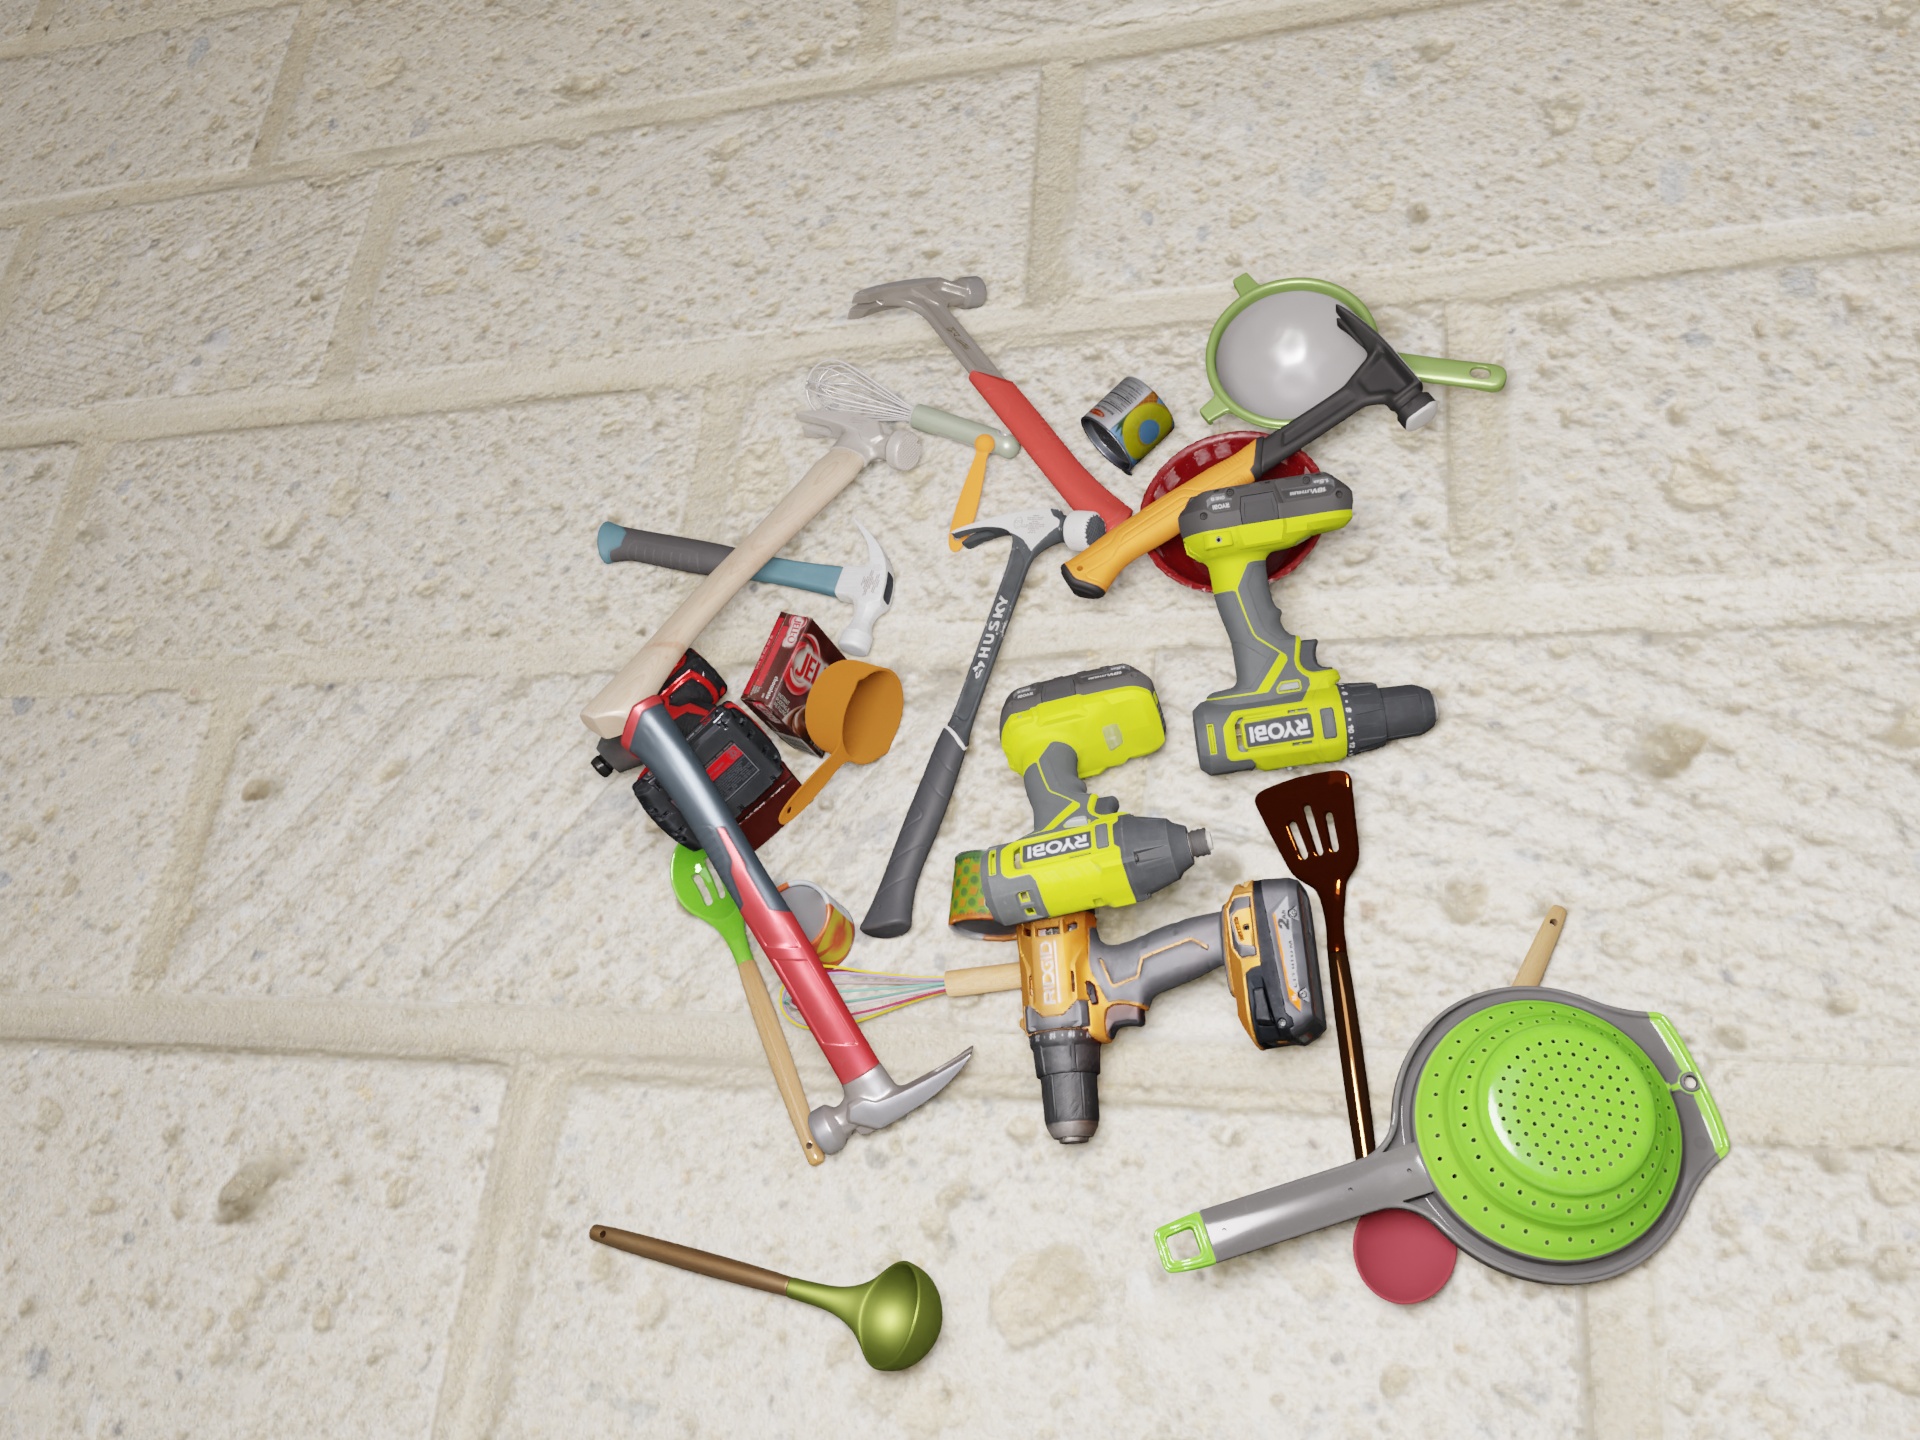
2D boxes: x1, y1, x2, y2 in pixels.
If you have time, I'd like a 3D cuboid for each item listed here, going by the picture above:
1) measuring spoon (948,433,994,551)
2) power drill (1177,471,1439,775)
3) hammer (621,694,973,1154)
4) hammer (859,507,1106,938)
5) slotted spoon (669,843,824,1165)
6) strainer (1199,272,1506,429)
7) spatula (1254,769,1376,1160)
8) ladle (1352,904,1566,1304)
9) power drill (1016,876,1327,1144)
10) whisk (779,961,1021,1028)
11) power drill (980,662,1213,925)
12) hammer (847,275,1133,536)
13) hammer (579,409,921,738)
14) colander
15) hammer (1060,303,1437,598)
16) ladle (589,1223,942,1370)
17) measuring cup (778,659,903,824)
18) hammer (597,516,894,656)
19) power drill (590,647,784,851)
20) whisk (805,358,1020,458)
[{"bbox_3d":[0.009,-0.214,1.488,0.021,0.011,0.117,14,85,19],"label":"measuring spoon"},{"bbox_3d":[0.272,-0.076,1.273,0.190,0.080,0.228,-9,89,5],"label":"power drill"},{"bbox_3d":[-0.142,0.143,1.262,0.143,0.038,0.386,-31,89,4],"label":"hammer"},{"bbox_3d":[-0.002,-0.004,1.382,0.149,0.036,0.409,8,70,38],"label":"hammer"},{"bbox_3d":[-0.174,0.229,1.342,0.070,0.031,0.314,-28,61,4],"label":"slotted spoon"},{"bbox_3d":[0.346,-0.304,1.403,0.256,0.069,0.151,11,74,17],"label":"strainer"},{"bbox_3d":[0.282,0.197,1.194,0.081,0.041,0.323,-18,61,29],"label":"spatula"},{"bbox_3d":[0.367,0.269,1.139,0.069,0.031,0.315,26,73,17],"label":"ladle"},{"bbox_3d":[0.153,0.215,1.190,0.226,0.084,0.185,-10,68,19],"label":"power drill"},{"bbox_3d":[-0.033,0.213,1.293,0.245,0.051,0.047,-9,57,11],"label":"whisk"},{"bbox_3d":[0.105,0.057,1.250,0.171,0.080,0.223,-14,36,12],"label":"power drill"},{"bbox_3d":[0.040,-0.293,1.490,0.149,0.036,0.359,-18,59,-30],"label":"hammer"},{"bbox_3d":[-0.209,-0.143,1.465,0.146,0.038,0.411,20,59,34],"label":"hammer"},{"bbox_3d":[0.321,0.293,1.068,0.397,0.094,0.205,-18,64,0],"label":"colander"},{"bbox_3d":[0.227,-0.215,1.347,0.337,0.034,0.127,-34,67,2],"label":"hammer"},{"bbox_3d":[-0.159,0.428,1.224,0.320,0.062,0.078,6,65,24],"label":"ladle"},{"bbox_3d":[-0.119,0.019,1.376,0.052,0.095,0.174,20,57,32],"label":"measuring cup"},{"bbox_3d":[-0.214,-0.150,1.535,0.331,0.033,0.128,12,70,24],"label":"hammer"},{"bbox_3d":[-0.251,0.023,1.400,0.143,0.078,0.220,-43,30,-6],"label":"power drill"},{"bbox_3d":[-0.050,-0.298,1.550,0.246,0.058,0.059,23,109,24],"label":"whisk"}]
